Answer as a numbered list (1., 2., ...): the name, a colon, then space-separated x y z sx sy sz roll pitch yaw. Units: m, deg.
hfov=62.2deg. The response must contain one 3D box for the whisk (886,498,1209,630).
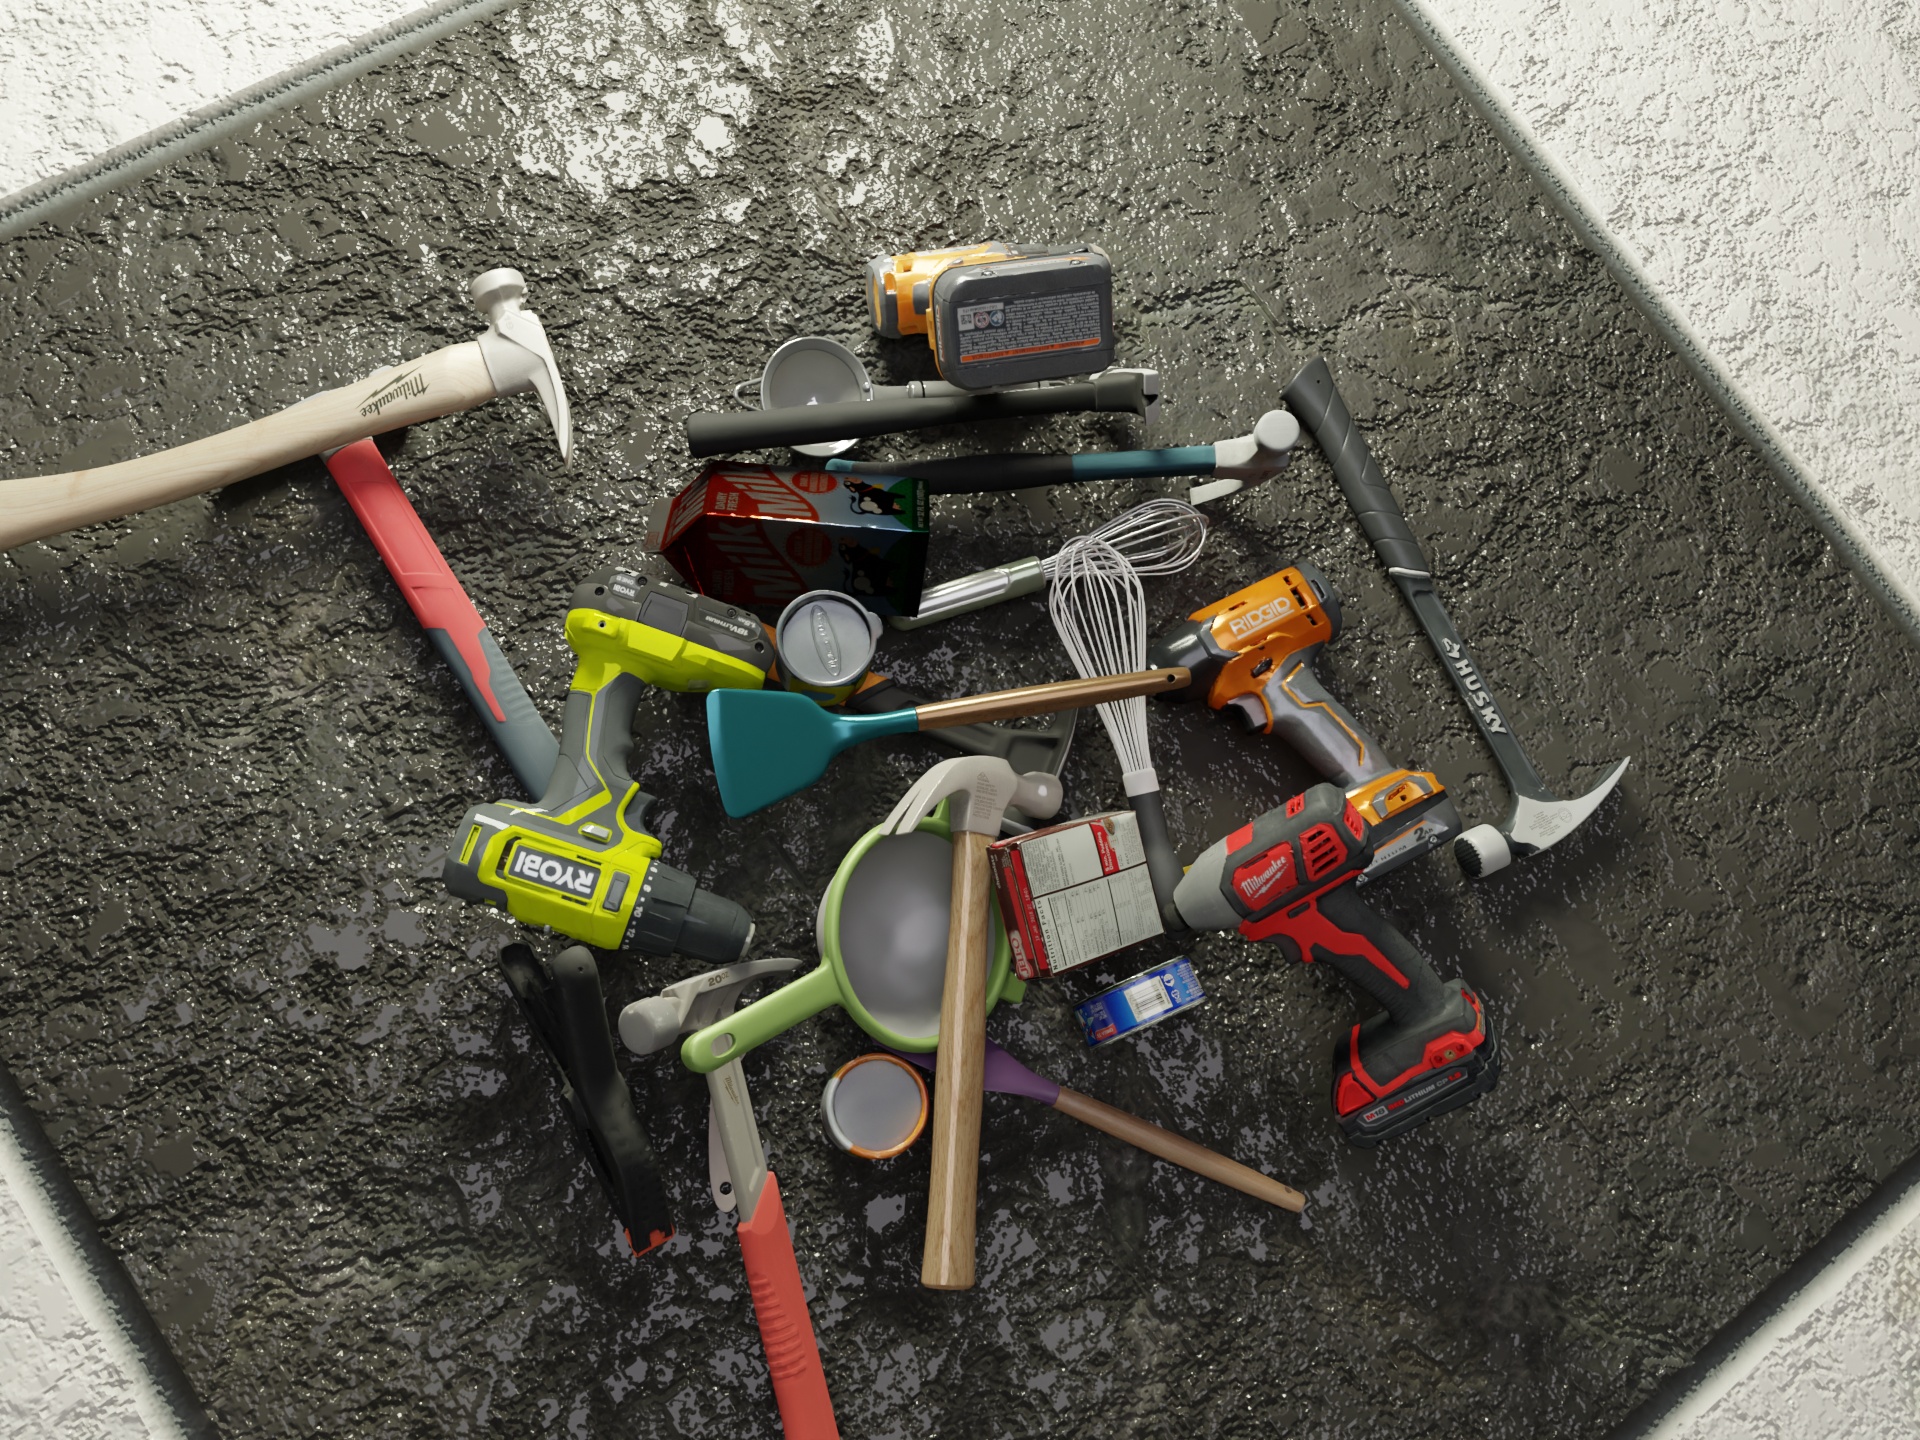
1. whisk: 0.064 -0.109 1.147 0.246 0.059 0.058 -17 76 -7

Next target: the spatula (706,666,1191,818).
1. spatula: -0.002 -0.003 1.028 0.317 0.044 0.082 -10 90 -7

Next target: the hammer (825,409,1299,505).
1. hammer: 0.066 -0.181 1.140 0.331 0.128 0.033 -3 83 0

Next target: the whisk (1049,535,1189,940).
1. whisk: 0.116 0.011 1.088 0.070 0.070 0.284 -13 86 -11

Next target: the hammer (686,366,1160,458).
1. hammer: -0.022 -0.213 1.105 0.334 0.146 0.035 -8 106 -10

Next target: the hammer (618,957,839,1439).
1. hammer: -0.112 0.331 0.985 0.037 0.149 0.359 -17 86 31

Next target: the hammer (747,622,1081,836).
1. hammer: -0.083 -0.035 1.111 0.337 0.034 0.127 21 74 -2

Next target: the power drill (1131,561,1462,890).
1. power drill: 0.229 0.016 1.121 0.164 0.084 0.227 -25 76 -12

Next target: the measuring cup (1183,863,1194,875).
1. measuring cup: 0.129 0.122 1.108 0.156 0.029 0.062 -14 81 -24

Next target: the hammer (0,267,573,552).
1. hammer: -0.466 -0.173 1.056 0.410 0.038 0.146 -21 80 -10

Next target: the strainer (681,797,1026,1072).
1. strainer: -0.080 0.158 1.011 0.256 0.069 0.151 -24 98 -38

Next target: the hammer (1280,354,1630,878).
1. hammer: 0.351 -0.094 1.190 0.149 0.036 0.409 -22 79 -14

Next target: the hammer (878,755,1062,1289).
1. hammer: 0.000 0.185 1.005 0.130 0.031 0.331 14 74 -37

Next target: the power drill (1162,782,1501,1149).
1. power drill: 0.240 0.160 1.037 0.143 0.078 0.219 -33 98 22

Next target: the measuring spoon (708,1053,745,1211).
1. measuring spoon: -0.154 0.255 1.034 0.034 0.018 0.124 -1 82 -10

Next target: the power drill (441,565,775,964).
1. power drill: -0.200 0.035 1.017 0.190 0.080 0.229 19 74 -9

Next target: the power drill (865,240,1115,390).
1. power drill: 0.042 -0.297 1.118 0.185 0.226 0.084 -10 114 -11

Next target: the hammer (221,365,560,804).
1. hammer: -0.354 -0.054 1.075 0.143 0.038 0.386 -31 81 -14

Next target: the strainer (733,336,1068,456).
1. strainer: -0.041 -0.238 1.171 0.258 0.050 0.087 -5 92 -15

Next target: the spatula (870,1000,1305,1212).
1. spatula: 0.086 0.258 1.056 0.316 0.018 0.060 25 28 -4
